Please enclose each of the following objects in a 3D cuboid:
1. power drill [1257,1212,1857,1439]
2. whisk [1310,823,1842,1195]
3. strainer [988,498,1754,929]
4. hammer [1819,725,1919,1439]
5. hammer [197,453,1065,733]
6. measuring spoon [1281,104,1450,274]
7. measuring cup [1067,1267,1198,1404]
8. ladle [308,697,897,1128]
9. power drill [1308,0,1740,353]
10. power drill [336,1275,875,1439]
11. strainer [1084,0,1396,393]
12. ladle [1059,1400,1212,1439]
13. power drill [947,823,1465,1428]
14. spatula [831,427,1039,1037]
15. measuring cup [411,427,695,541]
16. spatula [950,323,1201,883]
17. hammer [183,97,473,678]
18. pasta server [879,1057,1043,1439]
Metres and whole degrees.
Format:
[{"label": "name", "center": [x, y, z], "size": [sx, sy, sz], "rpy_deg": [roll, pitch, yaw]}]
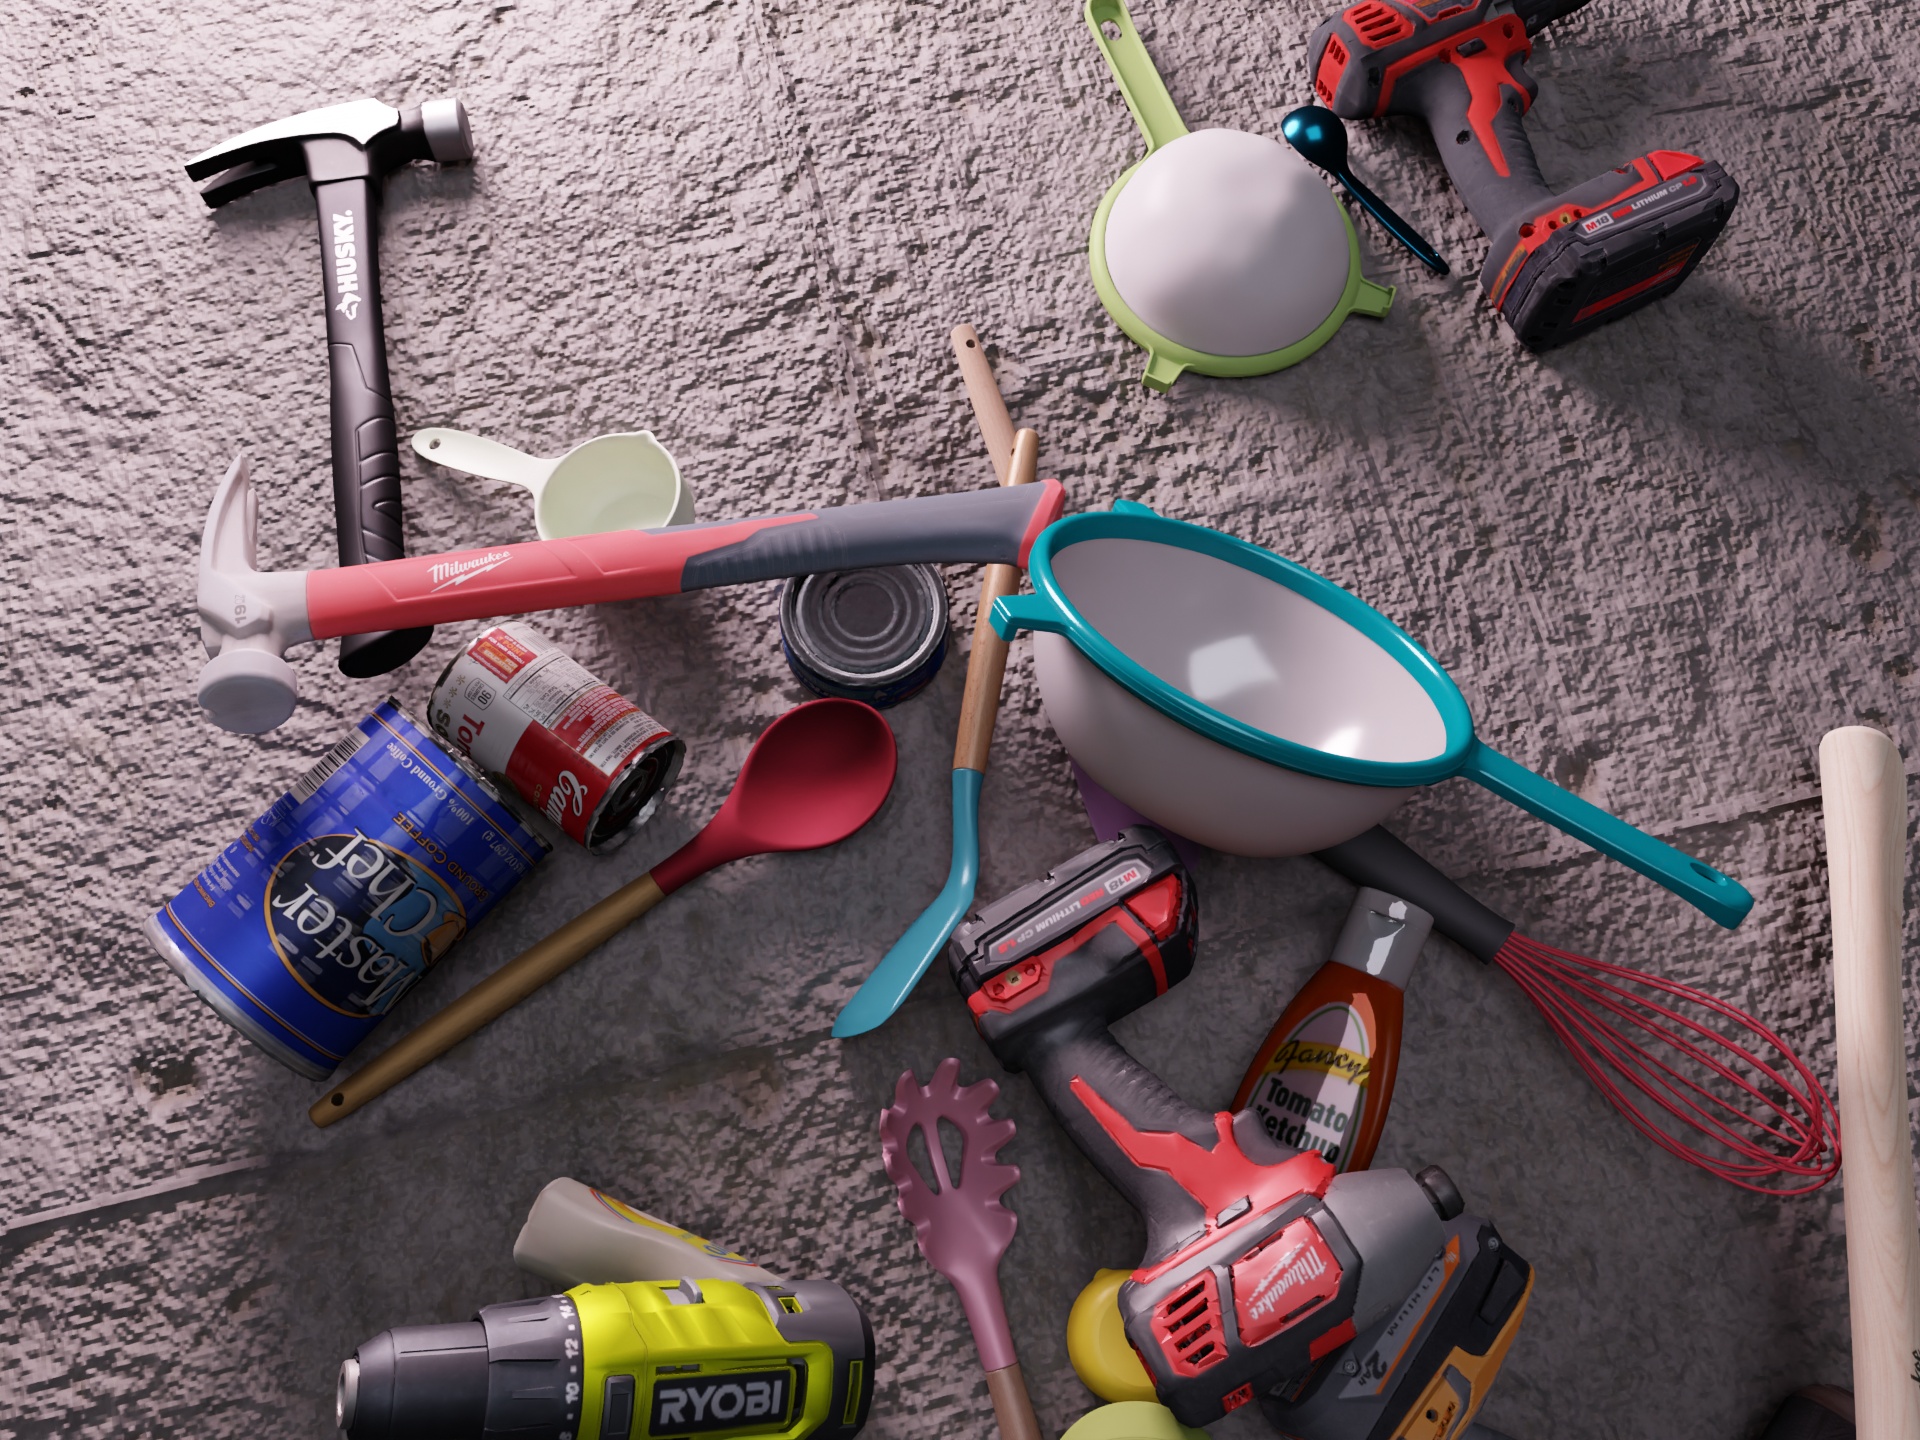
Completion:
[{"label": "power drill", "center": [0.263, 0.303, 0.663], "size": [0.226, 0.084, 0.185], "rpy_deg": [42, 72, 7]}, {"label": "whisk", "center": [0.268, 0.115, 0.738], "size": [0.296, 0.073, 0.073], "rpy_deg": [35, 74, 16]}, {"label": "strainer", "center": [0.171, 0.026, 0.713], "size": [0.340, 0.095, 0.211], "rpy_deg": [29, 29, 10]}, {"label": "hammer", "center": [0.381, 0.185, 0.666], "size": [0.146, 0.038, 0.411], "rpy_deg": [31, 58, -33]}, {"label": "hammer", "center": [-0.142, -0.084, 0.734], "size": [0.386, 0.038, 0.143], "rpy_deg": [-9, 52, -12]}, {"label": "measuring spoon", "center": [0.231, -0.299, 0.884], "size": [0.129, 0.021, 0.042], "rpy_deg": [48, 43, 8]}, {"label": "measuring cup", "center": [0.121, 0.250, 0.699], "size": [0.156, 0.029, 0.062], "rpy_deg": [-22, 74, -10]}, {"label": "ladle", "center": [-0.163, 0.092, 0.744], "size": [0.315, 0.031, 0.069], "rpy_deg": [-35, 73, -10]}, {"label": "power drill", "center": [0.325, -0.335, 0.880], "size": [0.188, 0.080, 0.227], "rpy_deg": [-26, 71, -10]}, {"label": "power drill", "center": [-0.137, 0.322, 0.585], "size": [0.190, 0.080, 0.228], "rpy_deg": [7, 88, -27]}, {"label": "strainer", "center": [0.128, -0.312, 0.866], "size": [0.151, 0.069, 0.256], "rpy_deg": [-20, 75, -8]}, {"label": "ladle", "center": [0.000, 0.404, 0.597], "size": [0.078, 0.062, 0.320], "rpy_deg": [42, 71, -16]}, {"label": "power drill", "center": [0.098, 0.161, 0.668], "size": [0.143, 0.078, 0.220], "rpy_deg": [-29, 58, -4]}, {"label": "spatula", "center": [-0.001, -0.002, 0.760], "size": [0.044, 0.082, 0.318], "rpy_deg": [16, 70, -17]}, {"label": "measuring cup", "center": [-0.209, -0.116, 0.813], "size": [0.168, 0.038, 0.083], "rpy_deg": [20, 72, 22]}, {"label": "spatula", "center": [0.052, -0.066, 0.809], "size": [0.059, 0.018, 0.316], "rpy_deg": [-14, 73, -18]}, {"label": "hammer", "center": [-0.314, -0.177, 0.815], "size": [0.146, 0.035, 0.335], "rpy_deg": [-10, 69, -6]}, {"label": "pasta server", "center": [0.027, 0.303, 0.675], "size": [0.060, 0.040, 0.316], "rpy_deg": [-12, 73, -17]}]
